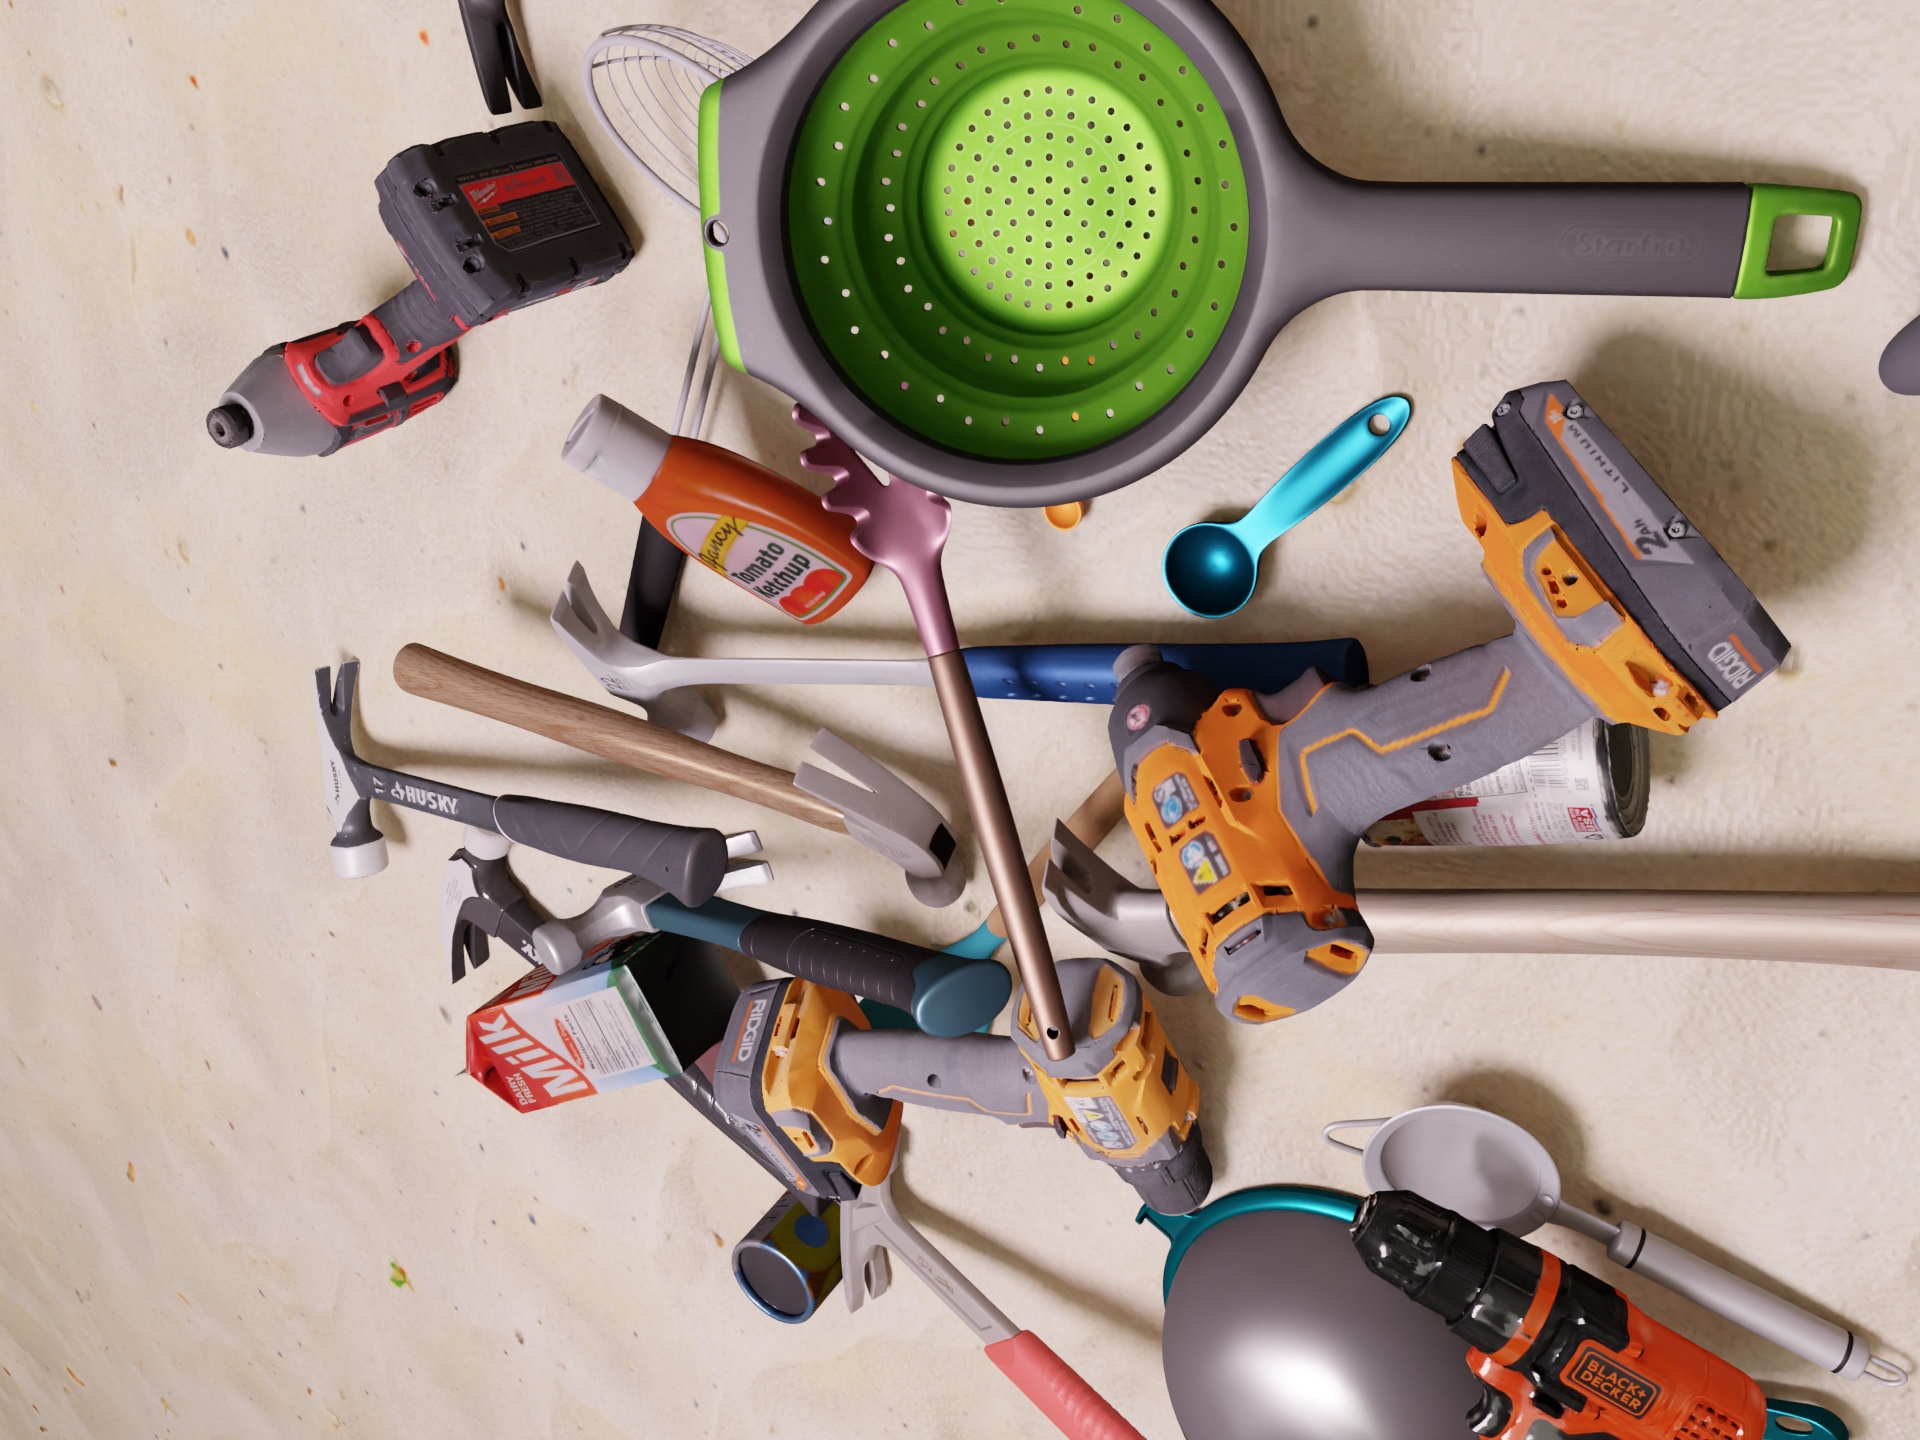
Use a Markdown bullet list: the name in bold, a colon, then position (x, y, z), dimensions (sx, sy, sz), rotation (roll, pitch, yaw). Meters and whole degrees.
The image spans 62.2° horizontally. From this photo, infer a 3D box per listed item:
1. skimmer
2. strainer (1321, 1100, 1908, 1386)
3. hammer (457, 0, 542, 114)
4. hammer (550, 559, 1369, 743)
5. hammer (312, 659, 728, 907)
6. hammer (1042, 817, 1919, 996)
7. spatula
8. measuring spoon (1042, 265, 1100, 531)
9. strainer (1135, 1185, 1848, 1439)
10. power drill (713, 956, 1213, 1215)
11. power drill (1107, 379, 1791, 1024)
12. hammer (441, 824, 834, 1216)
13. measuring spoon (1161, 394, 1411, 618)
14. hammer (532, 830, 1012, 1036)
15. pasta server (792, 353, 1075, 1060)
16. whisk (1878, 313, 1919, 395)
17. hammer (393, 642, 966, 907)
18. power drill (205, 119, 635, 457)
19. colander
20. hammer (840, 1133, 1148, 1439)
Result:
- **skimmer**: position (-0.145, -0.149, 0.764), dimensions (0.127, 0.090, 0.363), rotation (30, 128, 10)
- **strainer**: position (0.288, 0.228, 0.708), dimensions (0.258, 0.050, 0.086), rotation (25, 128, 14)
- **hammer**: position (-0.088, -0.328, 0.667), dimensions (0.337, 0.034, 0.127), rotation (10, 119, 30)
- **hammer**: position (-0.016, -0.025, 0.751), dimensions (0.405, 0.035, 0.143), rotation (2, 151, 29)
- **hammer**: position (-0.278, 0.051, 0.950), dimensions (0.409, 0.036, 0.149), rotation (7, 108, 42)
- **hammer**: position (0.233, 0.077, 0.626), dimensions (0.411, 0.038, 0.146), rotation (-4, 153, 31)
- **spatula**: position (0.028, 0.100, 0.797), dimensions (0.082, 0.044, 0.317), rotation (32, 137, -2)
- **measuring spoon**: position (0.050, -0.139, 0.693), dimensions (0.021, 0.011, 0.116), rotation (17, 119, 27)
- **strainer**: position (0.234, 0.345, 0.770), dimensions (0.340, 0.095, 0.211), rotation (-7, 110, 38)
- **power drill**: position (0.012, 0.197, 0.815), dimensions (0.226, 0.084, 0.185), rotation (-8, 135, 24)
- **power drill**: position (0.154, -0.015, 0.583), dimensions (0.226, 0.084, 0.164), rotation (-40, 51, 22)
- **hammer**: position (-0.212, 0.205, 1.040), dimensions (0.335, 0.035, 0.146), rotation (37, 129, 12)
- **measuring spoon**: position (0.137, -0.091, 0.658), dimensions (0.042, 0.021, 0.128), rotation (50, 122, 2)
- **hammer**: position (-0.094, 0.111, 0.807), dimensions (0.331, 0.128, 0.033), rotation (5, 119, 52)
- **pasta server**: position (-0.001, -0.002, 0.682), dimensions (0.060, 0.040, 0.316), rotation (-15, 94, 12)
- **whisk**: position (0.388, -0.164, 0.421), dimensions (0.284, 0.070, 0.070), rotation (-32, 94, 46)
- **hammer**: position (-0.157, 0.015, 0.832), dimensions (0.331, 0.031, 0.130), rotation (17, 158, 18)
- **power drill**: position (-0.279, -0.201, 0.796), dimensions (0.219, 0.143, 0.078), rotation (-24, 102, 38)
- **colander**: position (0.105, -0.185, 0.589), dimensions (0.397, 0.094, 0.204), rotation (5, 116, 12)
- **hammer**: position (0.049, 0.373, 0.878), dimensions (0.359, 0.036, 0.149), rotation (31, 129, 42)
